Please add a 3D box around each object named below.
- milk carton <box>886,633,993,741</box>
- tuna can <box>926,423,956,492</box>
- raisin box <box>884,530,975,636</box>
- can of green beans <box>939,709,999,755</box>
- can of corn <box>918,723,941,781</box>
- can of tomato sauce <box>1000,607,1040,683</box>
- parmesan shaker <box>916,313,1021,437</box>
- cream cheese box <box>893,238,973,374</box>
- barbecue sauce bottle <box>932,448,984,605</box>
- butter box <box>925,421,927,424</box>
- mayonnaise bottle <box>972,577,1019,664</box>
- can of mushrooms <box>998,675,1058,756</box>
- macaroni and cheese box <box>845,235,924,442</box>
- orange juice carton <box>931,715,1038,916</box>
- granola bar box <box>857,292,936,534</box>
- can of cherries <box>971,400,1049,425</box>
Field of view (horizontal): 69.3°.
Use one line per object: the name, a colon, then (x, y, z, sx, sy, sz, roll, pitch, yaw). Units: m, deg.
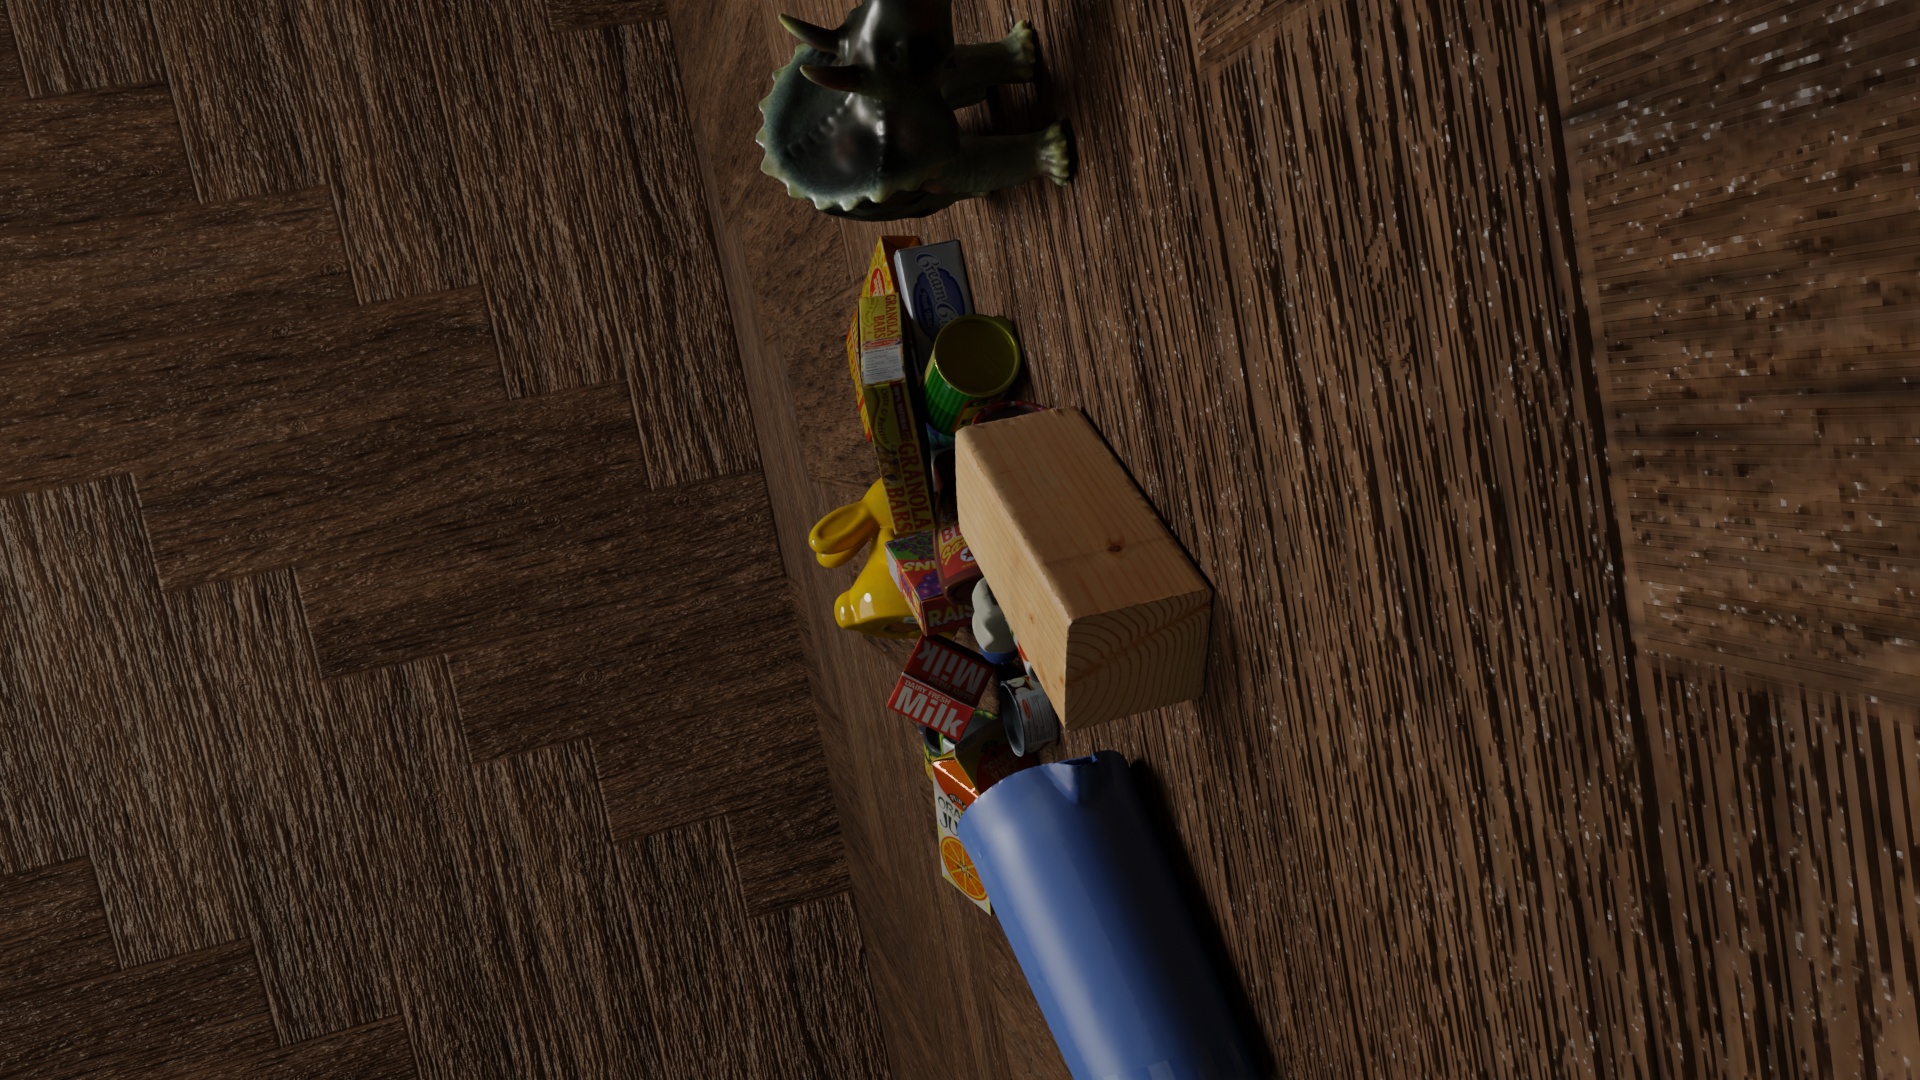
milk carton: (-0.016, 0.130, 1.258, 0.190, 0.072, 0.073, 74, -138, -88)
tuna can: (-0.021, -0.081, 1.314, 0.071, 0.033, 0.071, 169, 89, -77)
raisin box: (-0.011, 0.032, 1.256, 0.124, 0.086, 0.040, -125, 25, -59)
can of green beans: (0.013, 0.208, 1.368, 0.071, 0.071, 0.057, -124, 25, -57)
can of corn: (-0.008, 0.219, 1.460, 0.071, 0.071, 0.058, -117, 18, -47)
can of tomato sauce: (0.063, 0.052, 0.996, 0.070, 0.071, 0.083, 95, 158, -53)
parmesan shaker: (0.007, -0.128, 1.085, 0.102, 0.071, 0.071, 122, 134, -73)
cream cheese box: (-0.019, -0.193, 1.150, 0.024, 0.053, 0.103, 179, 79, -78)
barbecue sauce bottle: (0.004, -0.015, 1.211, 0.043, 0.065, 0.149, 66, -170, -50)
butter box: (-0.044, -0.145, 1.371, 0.104, 0.024, 0.052, -117, 20, -47)
mayonnaise bottle: (0.038, 0.064, 1.138, 0.147, 0.065, 0.041, 100, 152, -68)
can of mushrooms: (0.057, 0.149, 1.196, 0.071, 0.033, 0.071, 168, 89, -77)
macaroni and cheese box: (-0.066, -0.188, 1.313, 0.165, 0.040, 0.124, 121, 141, -57)
orange juice carton: (0.026, 0.247, 1.295, 0.073, 0.072, 0.191, 29, 135, 41)
granola bar box: (-0.054, -0.106, 1.174, 0.125, 0.039, 0.164, -96, -4, -46)
can of cherries: (0.040, -0.061, 0.999, 0.072, 0.071, 0.058, -118, 20, -48)
